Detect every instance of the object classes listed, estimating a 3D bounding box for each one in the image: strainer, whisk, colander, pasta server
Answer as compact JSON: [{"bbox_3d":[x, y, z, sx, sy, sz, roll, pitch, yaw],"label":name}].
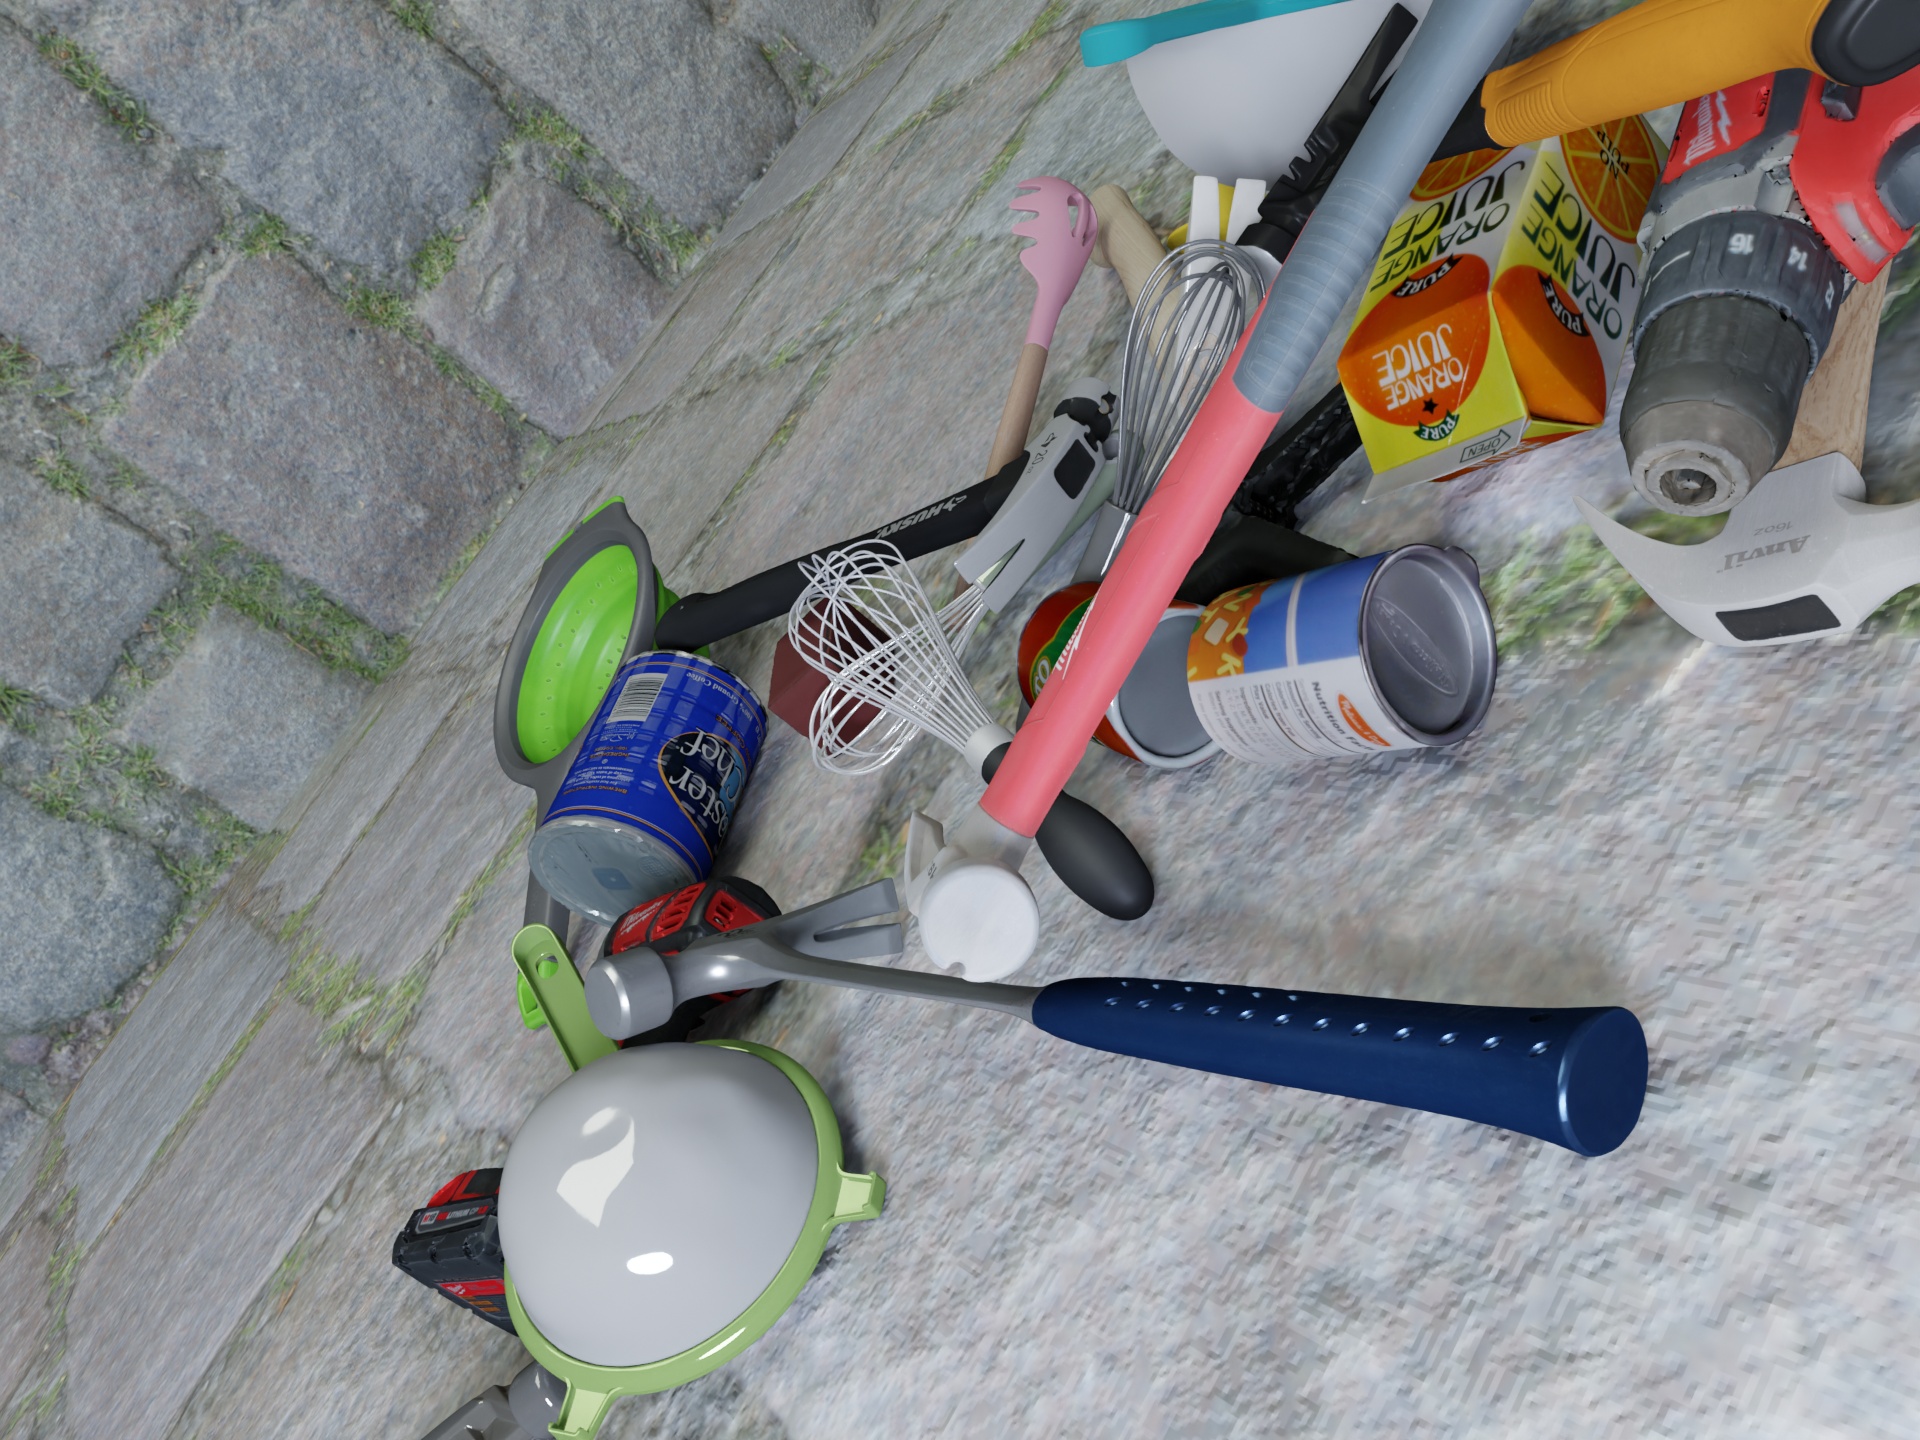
[{"bbox_3d":[-0.153,0.152,0.663,0.151,0.069,0.257,-36,44,-9],"label":"strainer"},{"bbox_3d":[0.000,-0.003,0.690,0.070,0.070,0.285,-49,44,4],"label":"whisk"},{"bbox_3d":[0.070,-0.091,0.694,0.055,0.055,0.239,-118,46,-64],"label":"whisk"},{"bbox_3d":[0.150,-0.293,0.749,0.211,0.095,0.340,3,25,34],"label":"strainer"},{"bbox_3d":[-0.247,0.033,1.122,0.204,0.094,0.397,-30,49,37],"label":"colander"},{"bbox_3d":[0.009,-0.063,0.850,0.246,0.059,0.058,-46,61,2],"label":"whisk"},{"bbox_3d":[0.033,-0.194,0.939,0.040,0.060,0.316,-7,61,46],"label":"pasta server"}]

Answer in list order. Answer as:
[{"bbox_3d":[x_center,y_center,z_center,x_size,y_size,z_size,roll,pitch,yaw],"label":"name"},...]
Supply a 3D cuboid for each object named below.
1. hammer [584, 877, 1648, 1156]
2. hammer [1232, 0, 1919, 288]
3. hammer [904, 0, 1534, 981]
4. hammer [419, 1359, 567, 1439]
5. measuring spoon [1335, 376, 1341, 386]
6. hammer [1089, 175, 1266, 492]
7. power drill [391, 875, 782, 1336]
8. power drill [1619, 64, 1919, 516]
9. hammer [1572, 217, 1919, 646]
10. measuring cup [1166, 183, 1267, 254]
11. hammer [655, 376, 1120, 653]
[{"bbox_3d":[0.030,0.093,0.541,0.144,0.035,0.405,-13,6,-40],"label":"hammer"},{"bbox_3d":[0.198,-0.214,0.532,0.127,0.034,0.337,-56,17,2],"label":"hammer"},{"bbox_3d":[0.088,-0.098,0.541,0.386,0.038,0.143,-60,8,6],"label":"hammer"},{"bbox_3d":[-0.205,0.407,0.557,0.149,0.036,0.359,-42,25,18],"label":"hammer"},{"bbox_3d":[0.192,-0.175,0.732,0.021,0.011,0.117,-14,40,54],"label":"measuring spoon"},{"bbox_3d":[0.106,-0.261,0.895,0.411,0.038,0.146,-94,8,-62],"label":"hammer"},{"bbox_3d":[-0.177,0.182,0.785,0.143,0.078,0.220,-24,33,45],"label":"power drill"},{"bbox_3d":[0.275,-0.150,0.398,0.227,0.080,0.188,-17,40,54],"label":"power drill"},{"bbox_3d":[0.286,-0.158,0.516,0.130,0.031,0.331,-17,40,51],"label":"hammer"},{"bbox_3d":[0.144,-0.275,0.917,0.029,0.062,0.156,-62,14,0],"label":"measuring cup"},{"bbox_3d":[-0.064,-0.086,0.893,0.335,0.035,0.146,-16,35,42],"label":"hammer"}]
